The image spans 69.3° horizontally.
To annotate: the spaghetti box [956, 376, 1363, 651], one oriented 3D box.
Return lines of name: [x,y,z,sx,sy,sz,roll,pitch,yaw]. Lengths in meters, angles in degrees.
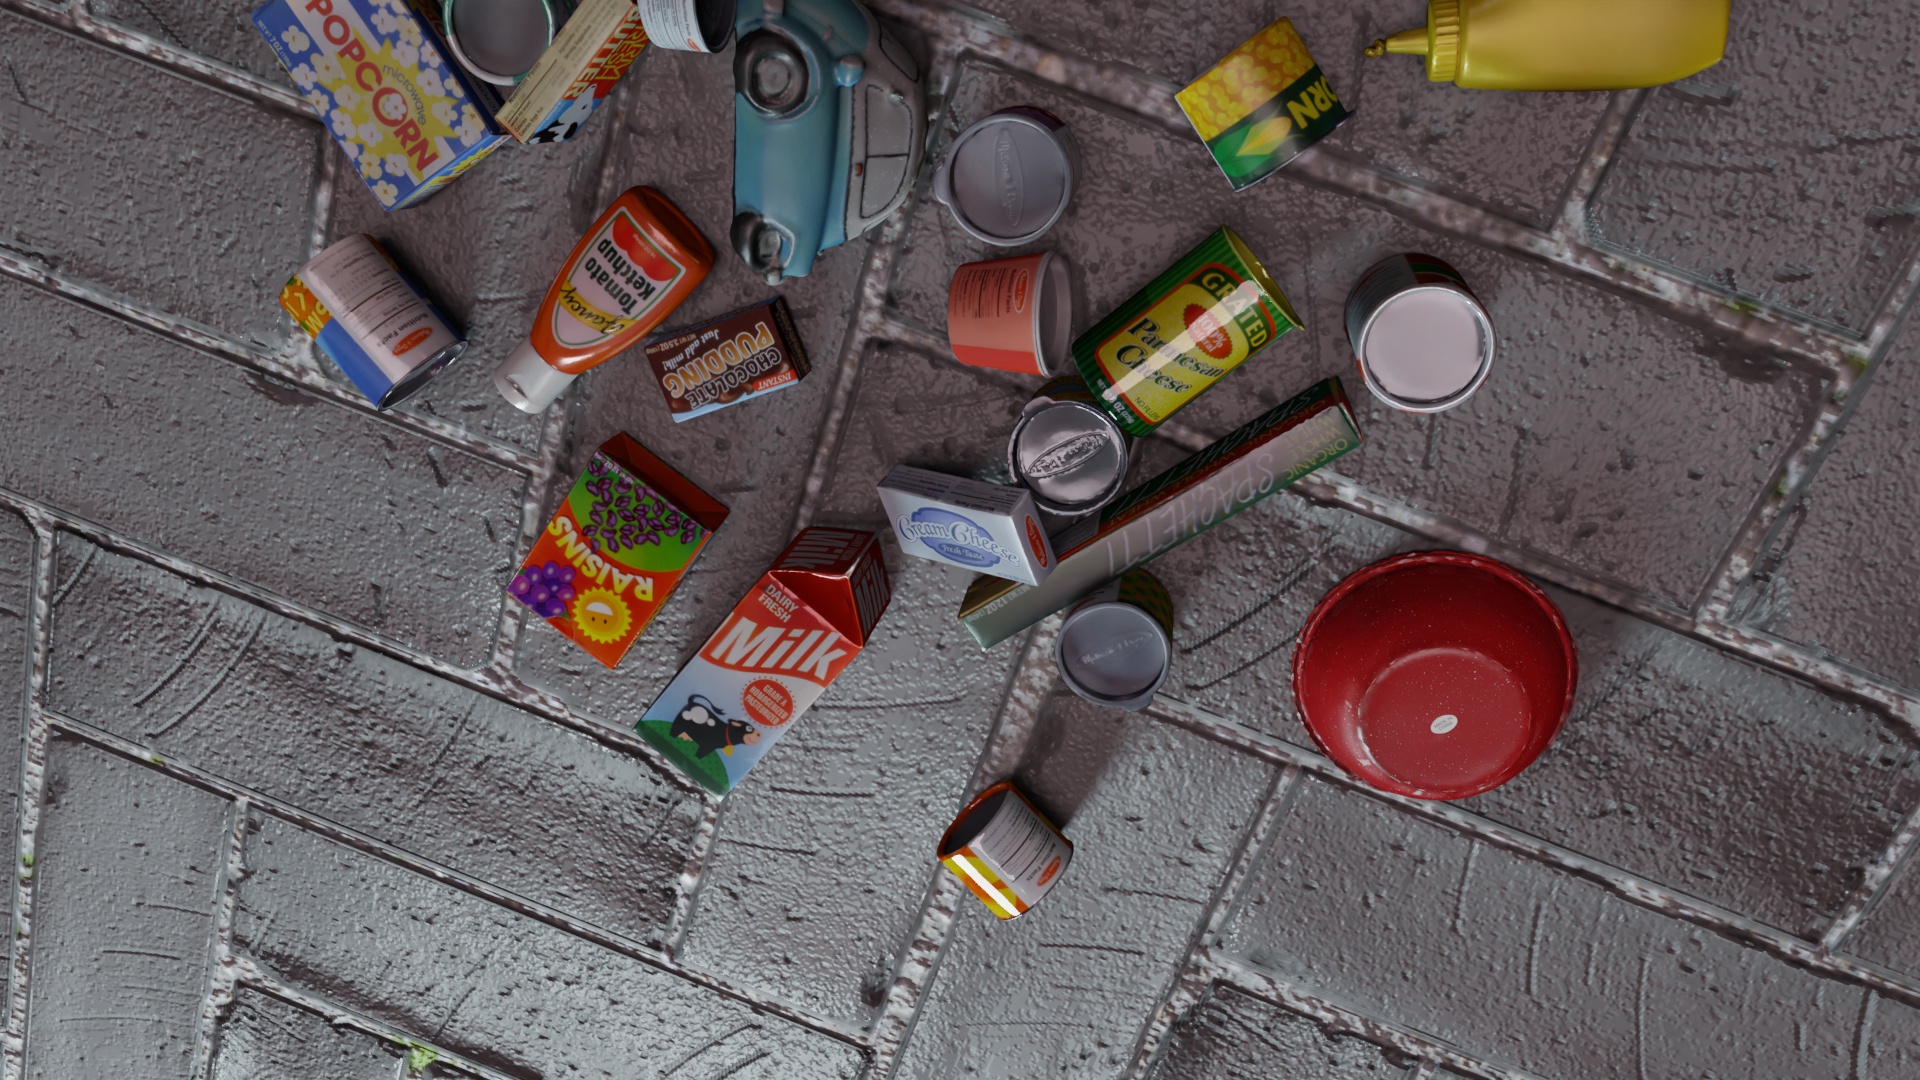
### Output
spaghetti box: [0.109,-0.013,0.785,0.249,0.050,0.028,-30,104,19]

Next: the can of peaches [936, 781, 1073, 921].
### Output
can of peaches: [0.026,0.194,0.872,0.071,0.071,0.058,-41,99,22]

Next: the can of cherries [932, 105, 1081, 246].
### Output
can of cherries: [0.026,-0.193,0.728,0.071,0.058,0.071,4,112,9]

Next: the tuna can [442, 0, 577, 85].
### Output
tuna can: [-0.244,-0.285,0.758,0.071,0.033,0.070,4,112,10]

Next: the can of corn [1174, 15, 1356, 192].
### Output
can of corn: [0.151,-0.217,0.689,0.071,0.071,0.058,-32,101,20]

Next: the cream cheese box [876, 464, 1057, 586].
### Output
cream cheese box: [0.003,-0.010,0.787,0.104,0.024,0.053,13,137,40]

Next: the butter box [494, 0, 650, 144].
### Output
butter box: [-0.202,-0.259,0.749,0.024,0.053,0.103,45,111,-5]

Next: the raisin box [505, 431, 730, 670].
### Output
raisin box: [-0.213,0.008,0.860,0.086,0.040,0.123,37,113,-5]

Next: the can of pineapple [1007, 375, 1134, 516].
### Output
can of pineapple: [0.062,-0.056,0.773,0.071,0.058,0.070,4,111,9]

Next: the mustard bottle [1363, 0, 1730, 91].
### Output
mustard bottle: [0.276,-0.246,0.665,0.160,0.049,0.065,-1,110,12]

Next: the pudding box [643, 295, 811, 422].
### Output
pudding box: [-0.135,-0.105,0.807,0.083,0.030,0.049,-15,108,16]

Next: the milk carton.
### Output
milk carton: [-0.109,0.063,0.843,0.073,0.072,0.190,41,112,-6]

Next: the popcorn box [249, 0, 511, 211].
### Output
popcorn box: [-0.320,-0.261,0.779,0.085,0.038,0.126,-28,103,20]

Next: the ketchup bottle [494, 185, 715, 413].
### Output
ketchup bottle: [-0.211,-0.133,0.804,0.148,0.044,0.064,-40,99,22]

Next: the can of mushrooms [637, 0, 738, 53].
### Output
can of mushrooms: [-0.140,-0.290,0.720,0.033,0.071,0.070,8,112,9]

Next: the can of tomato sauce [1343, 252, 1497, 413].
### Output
can of tomato sauce: [0.234,-0.106,0.707,0.071,0.083,0.071,4,111,10]

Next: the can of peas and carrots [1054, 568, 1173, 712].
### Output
can of peas and carrots: [0.092,0.056,0.809,0.071,0.059,0.070,4,112,9]

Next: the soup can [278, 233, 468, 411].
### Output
soup can: [-0.346,-0.128,0.821,0.071,0.071,0.083,-37,99,21]

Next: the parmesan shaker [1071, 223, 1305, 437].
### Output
parmesan shaker: [0.120,-0.107,0.738,0.103,0.071,0.071,-37,100,21]

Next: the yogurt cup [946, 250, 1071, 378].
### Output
yogurt cup: [0.026,-0.123,0.752,0.054,0.073,0.072,4,112,18]
